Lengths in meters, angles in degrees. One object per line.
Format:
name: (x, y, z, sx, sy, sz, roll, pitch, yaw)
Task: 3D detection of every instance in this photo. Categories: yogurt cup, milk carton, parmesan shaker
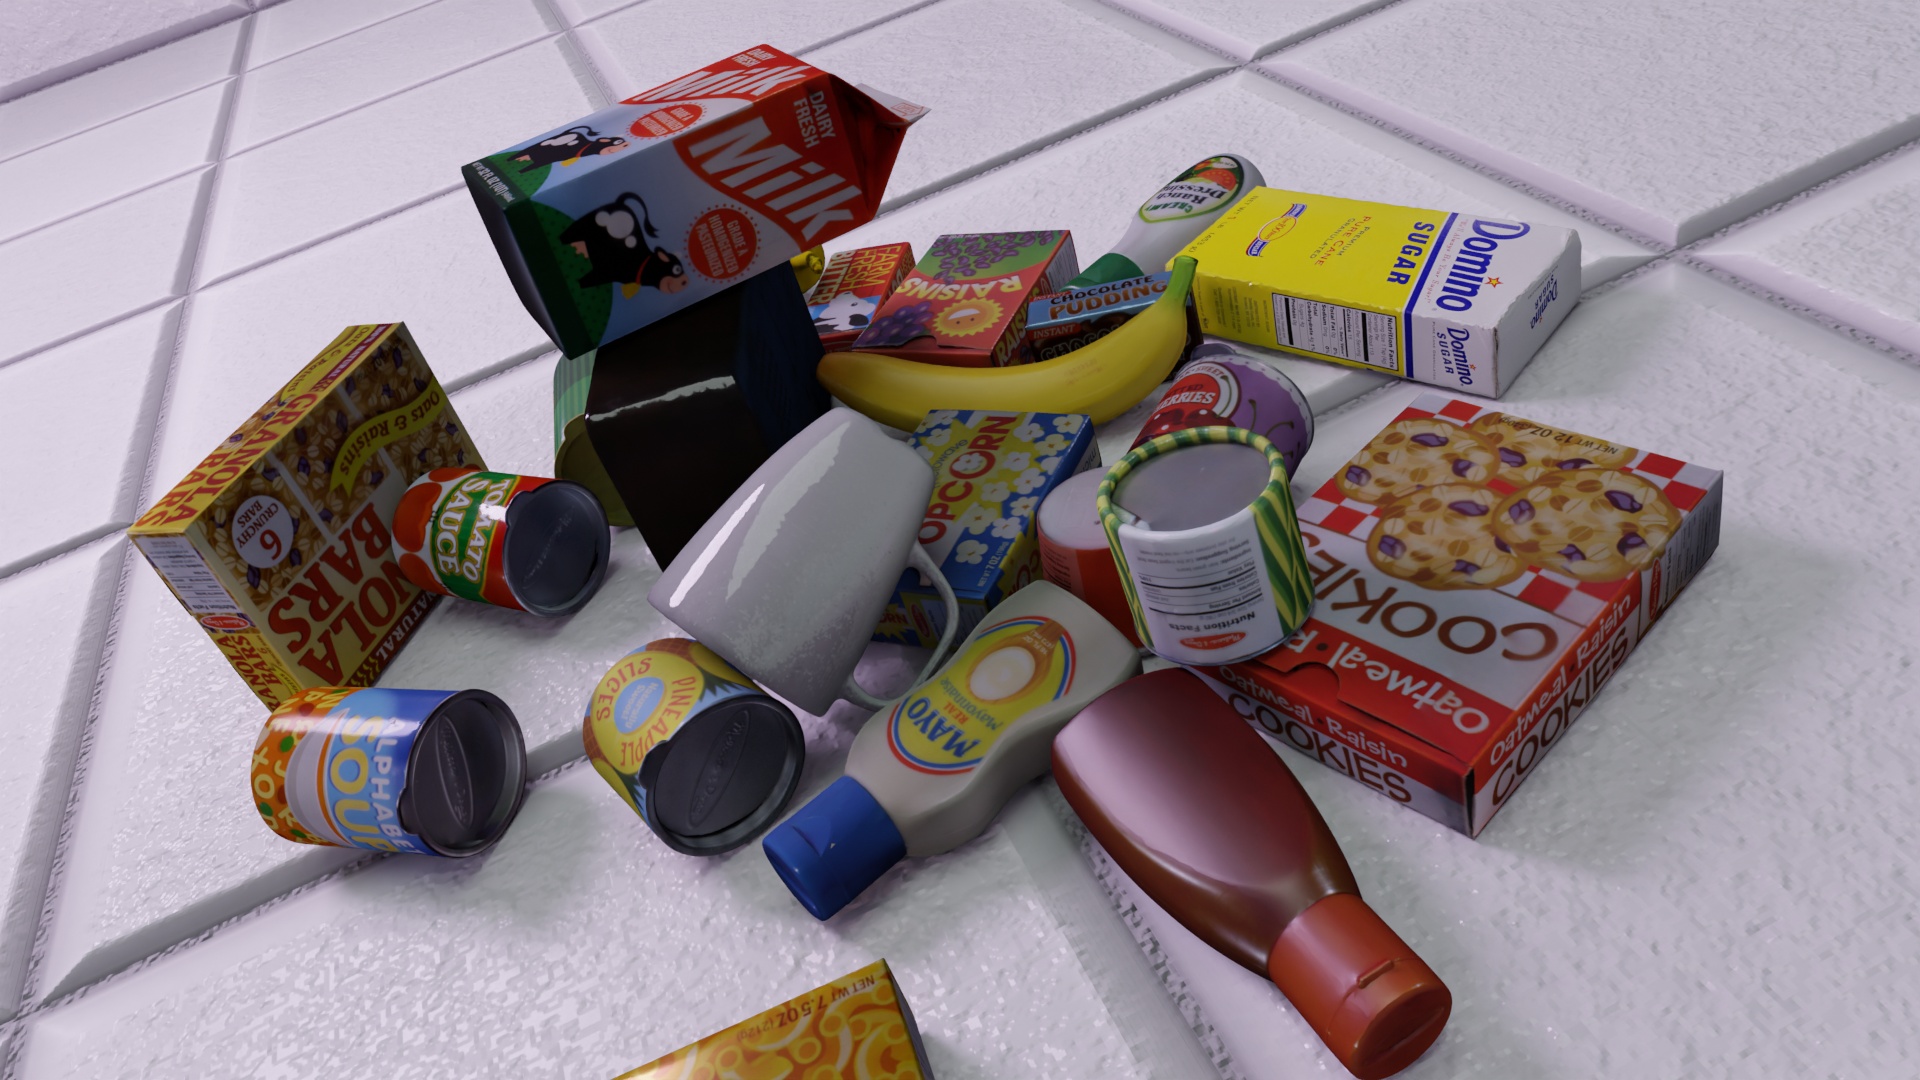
yogurt cup: (0.063, 0.006, 0.562, 0.072, 0.053, 0.073, -12, 36, 9)
milk carton: (-0.109, -0.161, 0.613, 0.191, 0.073, 0.072, -29, 39, -18)
parmesan shaker: (-0.185, -0.064, 0.741, 0.071, 0.071, 0.103, -20, 37, -3)

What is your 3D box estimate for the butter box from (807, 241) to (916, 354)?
butter box: (-0.062, -0.141, 0.828, 0.053, 0.024, 0.104, -5, 38, 18)

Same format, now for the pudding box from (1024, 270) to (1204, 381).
pudding box: (0.078, -0.104, 0.700, 0.083, 0.049, 0.030, -9, 39, 13)

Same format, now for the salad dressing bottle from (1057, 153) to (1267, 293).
salad dressing bottle: (0.111, -0.160, 0.763, 0.064, 0.043, 0.148, 19, 50, 41)

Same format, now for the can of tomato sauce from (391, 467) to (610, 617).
can of tomato sauce: (-0.226, -0.001, 0.680, 0.083, 0.071, 0.071, 7, 43, 31)

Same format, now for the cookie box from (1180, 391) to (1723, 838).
cookie box: (0.178, 0.016, 0.511, 0.168, 0.040, 0.123, -39, 41, -25)

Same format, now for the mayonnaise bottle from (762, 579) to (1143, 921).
mayonnaise bottle: (-0.003, 0.077, 0.507, 0.148, 0.041, 0.065, -37, 52, -23)

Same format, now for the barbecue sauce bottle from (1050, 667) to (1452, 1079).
barbecue sauce bottle: (0.090, 0.101, 0.439, 0.065, 0.043, 0.149, -28, 38, -12)

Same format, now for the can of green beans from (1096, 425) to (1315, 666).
can of green beans: (0.086, 0.001, 0.488, 0.071, 0.057, 0.071, -15, 34, 10)

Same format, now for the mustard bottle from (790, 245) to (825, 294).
mustard bottle: (-0.121, -0.174, 0.850, 0.065, 0.048, 0.160, -44, 30, -18)

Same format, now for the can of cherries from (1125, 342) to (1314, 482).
can of cherries: (0.107, -0.038, 0.586, 0.071, 0.071, 0.059, 9, 45, 32)

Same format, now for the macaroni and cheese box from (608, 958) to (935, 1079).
macaroni and cheese box: (-0.051, 0.207, 0.363, 0.124, 0.040, 0.167, -23, 37, -5)

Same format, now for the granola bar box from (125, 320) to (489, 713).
granola bar box: (-0.302, -0.010, 0.677, 0.039, 0.123, 0.166, -2, 39, 22)

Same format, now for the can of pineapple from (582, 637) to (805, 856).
can of pineapple: (-0.103, 0.076, 0.529, 0.071, 0.070, 0.058, -37, 39, -23)

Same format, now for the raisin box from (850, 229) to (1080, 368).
raisin box: (0.006, -0.124, 0.765, 0.086, 0.040, 0.124, 5, 43, 27)

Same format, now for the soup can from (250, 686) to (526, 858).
soup can: (-0.233, 0.093, 0.562, 0.084, 0.071, 0.072, -1, 40, 22)

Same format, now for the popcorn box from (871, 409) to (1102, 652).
popcorn box: (0.002, -0.008, 0.619, 0.085, 0.038, 0.127, 5, 43, 27)
